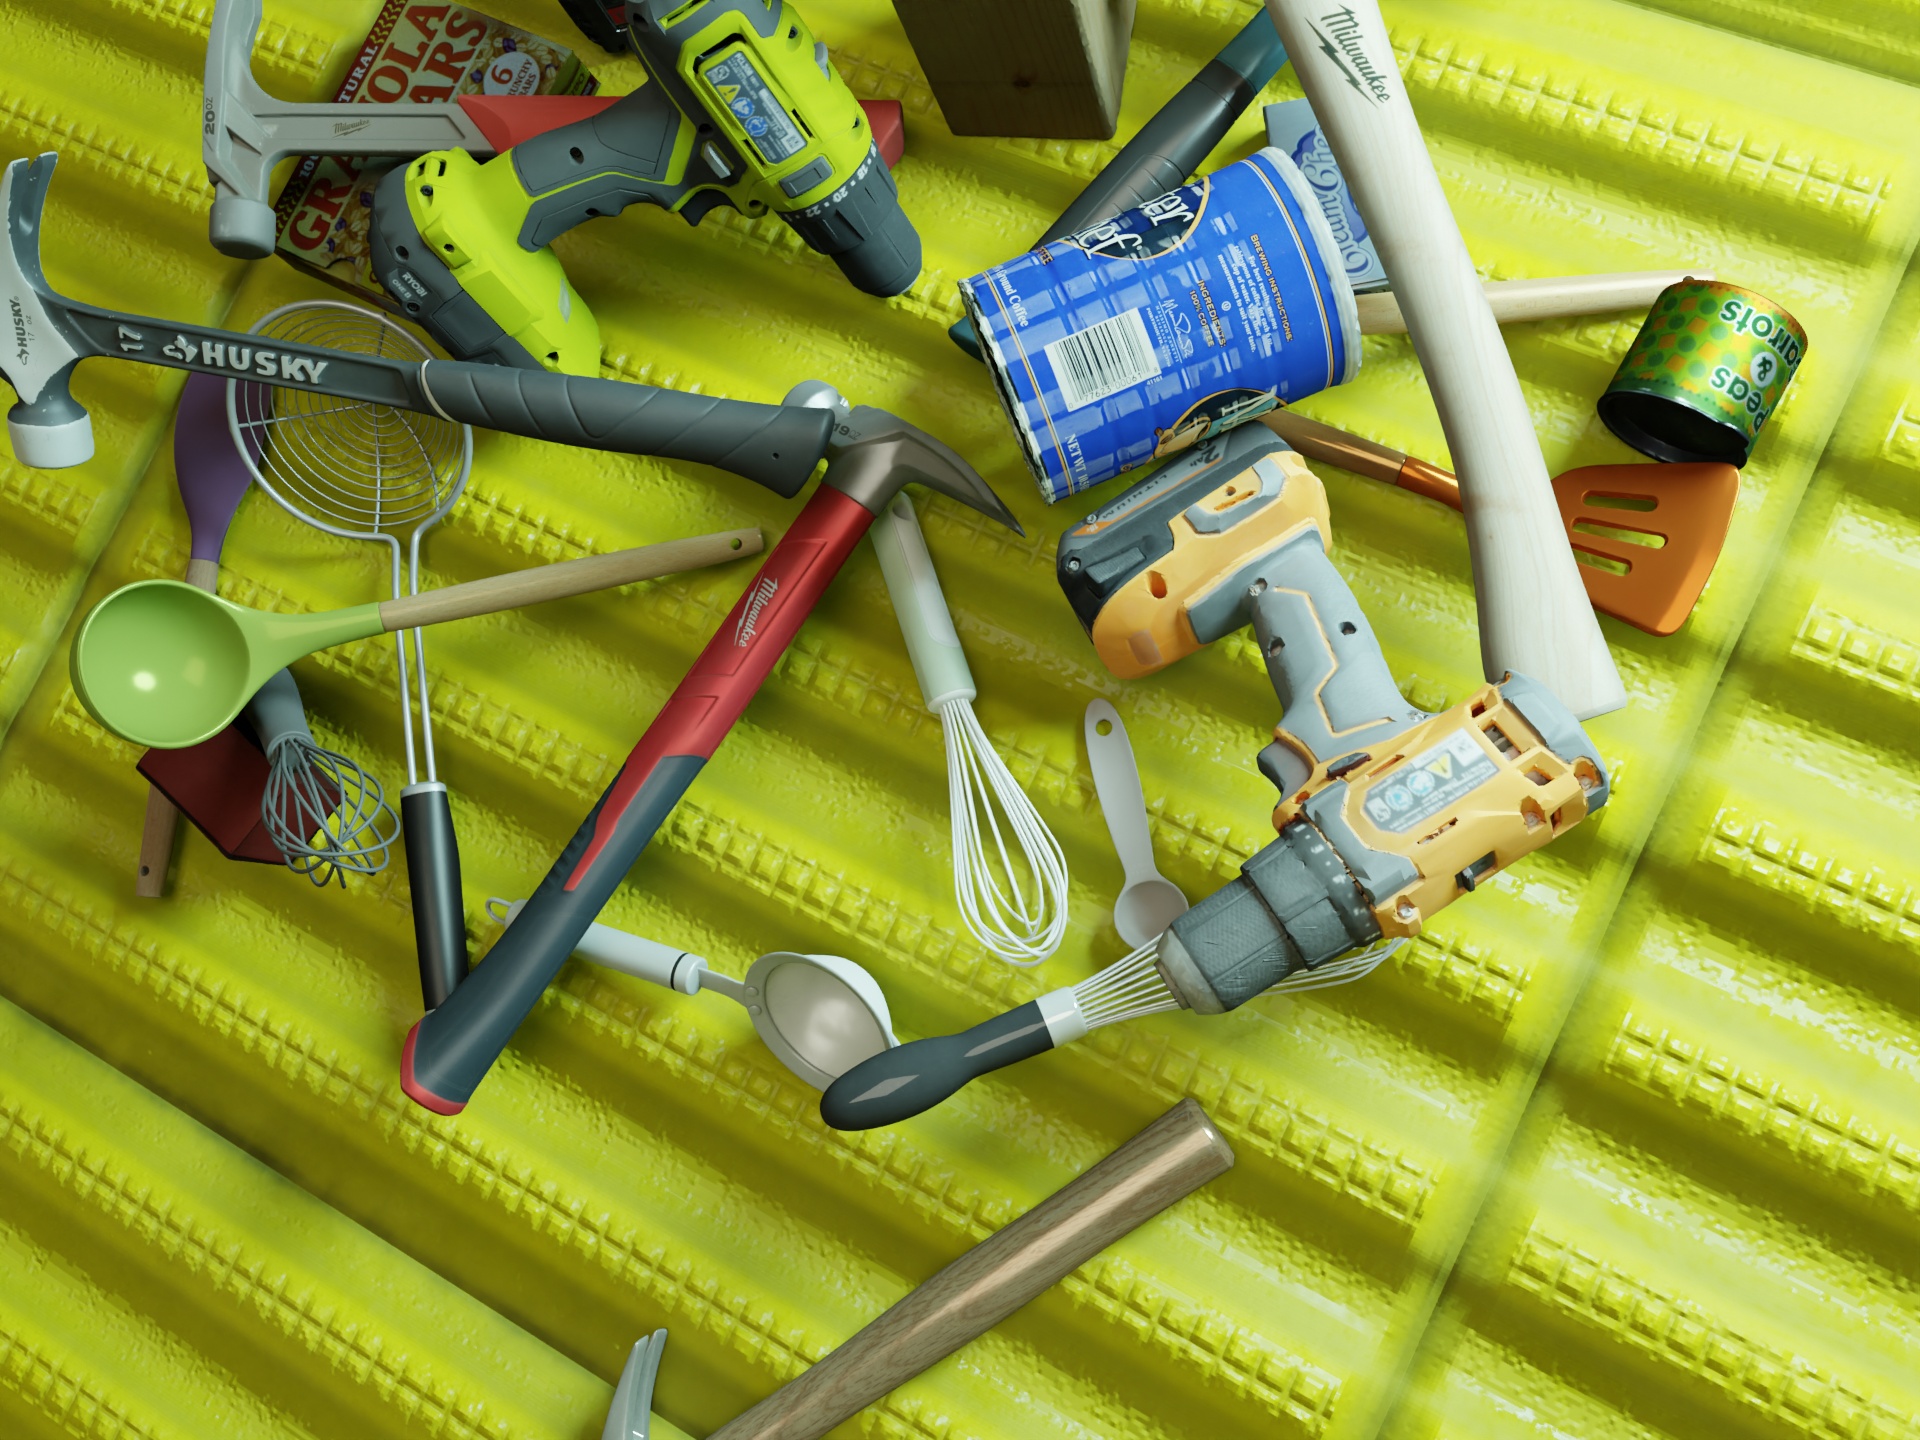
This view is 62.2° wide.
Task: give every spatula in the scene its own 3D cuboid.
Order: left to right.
[{"bbox_3d":[-0.419,-0.062,0.868,0.060,0.018,0.316,1,79,14],"label":"spatula"},{"bbox_3d":[0.180,-0.126,0.730,0.323,0.041,0.081,23,87,17],"label":"spatula"}]

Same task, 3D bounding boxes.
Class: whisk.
[{"bbox_3d":[-0.318,0.013,0.765,0.055,0.055,0.239,-52,40,0],"label":"whisk"},{"bbox_3d":[-0.001,-0.002,0.748,0.059,0.057,0.246,-34,66,41],"label":"whisk"},{"bbox_3d":[0.073,0.115,0.681,0.284,0.070,0.070,-22,76,-3],"label":"whisk"}]

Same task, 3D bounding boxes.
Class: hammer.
[{"bbox_3d":[-0.259,-0.162,0.739,0.409,0.036,0.149,10,120,5],"label":"hammer"},{"bbox_3d":[-0.209,-0.313,0.819,0.359,0.036,0.149,1,85,3],"label":"hammer"},{"bbox_3d":[-0.127,0.025,0.741,0.143,0.038,0.386,33,87,31],"label":"hammer"},{"bbox_3d":[-0.023,0.273,0.712,0.331,0.031,0.130,-36,75,4],"label":"hammer"},{"bbox_3d":[0.121,-0.293,0.753,0.331,0.033,0.128,-46,70,5],"label":"hammer"},{"bbox_3d":[0.211,-0.198,0.686,0.146,0.038,0.411,-19,82,10],"label":"hammer"}]

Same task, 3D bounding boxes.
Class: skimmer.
[{"bbox_3d":[-0.291,-0.027,0.795,0.127,0.090,0.363,-12,78,10],"label":"skimmer"}]

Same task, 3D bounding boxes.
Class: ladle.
[{"bbox_3d":[-0.249,-0.054,0.758,0.320,0.062,0.078,-13,100,-12],"label":"ladle"}]

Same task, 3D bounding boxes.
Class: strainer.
[{"bbox_3d":[-0.121,0.121,0.757,0.258,0.050,0.086,14,127,20],"label":"strainer"}]

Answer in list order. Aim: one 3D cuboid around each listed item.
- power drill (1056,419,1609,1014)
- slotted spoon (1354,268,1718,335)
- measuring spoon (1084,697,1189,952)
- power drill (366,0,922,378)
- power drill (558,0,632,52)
[{"bbox_3d":[0.123,-0.001,0.664,0.185,0.084,0.226,-34,55,2],"label":"power drill"},{"bbox_3d":[0.185,-0.184,0.729,0.314,0.031,0.070,-5,89,4],"label":"slotted spoon"},{"bbox_3d":[0.079,0.048,0.739,0.034,0.018,0.124,-16,70,9],"label":"measuring spoon"},{"bbox_3d":[-0.146,-0.243,0.769,0.228,0.190,0.080,-24,46,18],"label":"power drill"},{"bbox_3d":[-0.148,-0.494,0.854,0.188,0.080,0.227,-11,75,11],"label":"power drill"}]
